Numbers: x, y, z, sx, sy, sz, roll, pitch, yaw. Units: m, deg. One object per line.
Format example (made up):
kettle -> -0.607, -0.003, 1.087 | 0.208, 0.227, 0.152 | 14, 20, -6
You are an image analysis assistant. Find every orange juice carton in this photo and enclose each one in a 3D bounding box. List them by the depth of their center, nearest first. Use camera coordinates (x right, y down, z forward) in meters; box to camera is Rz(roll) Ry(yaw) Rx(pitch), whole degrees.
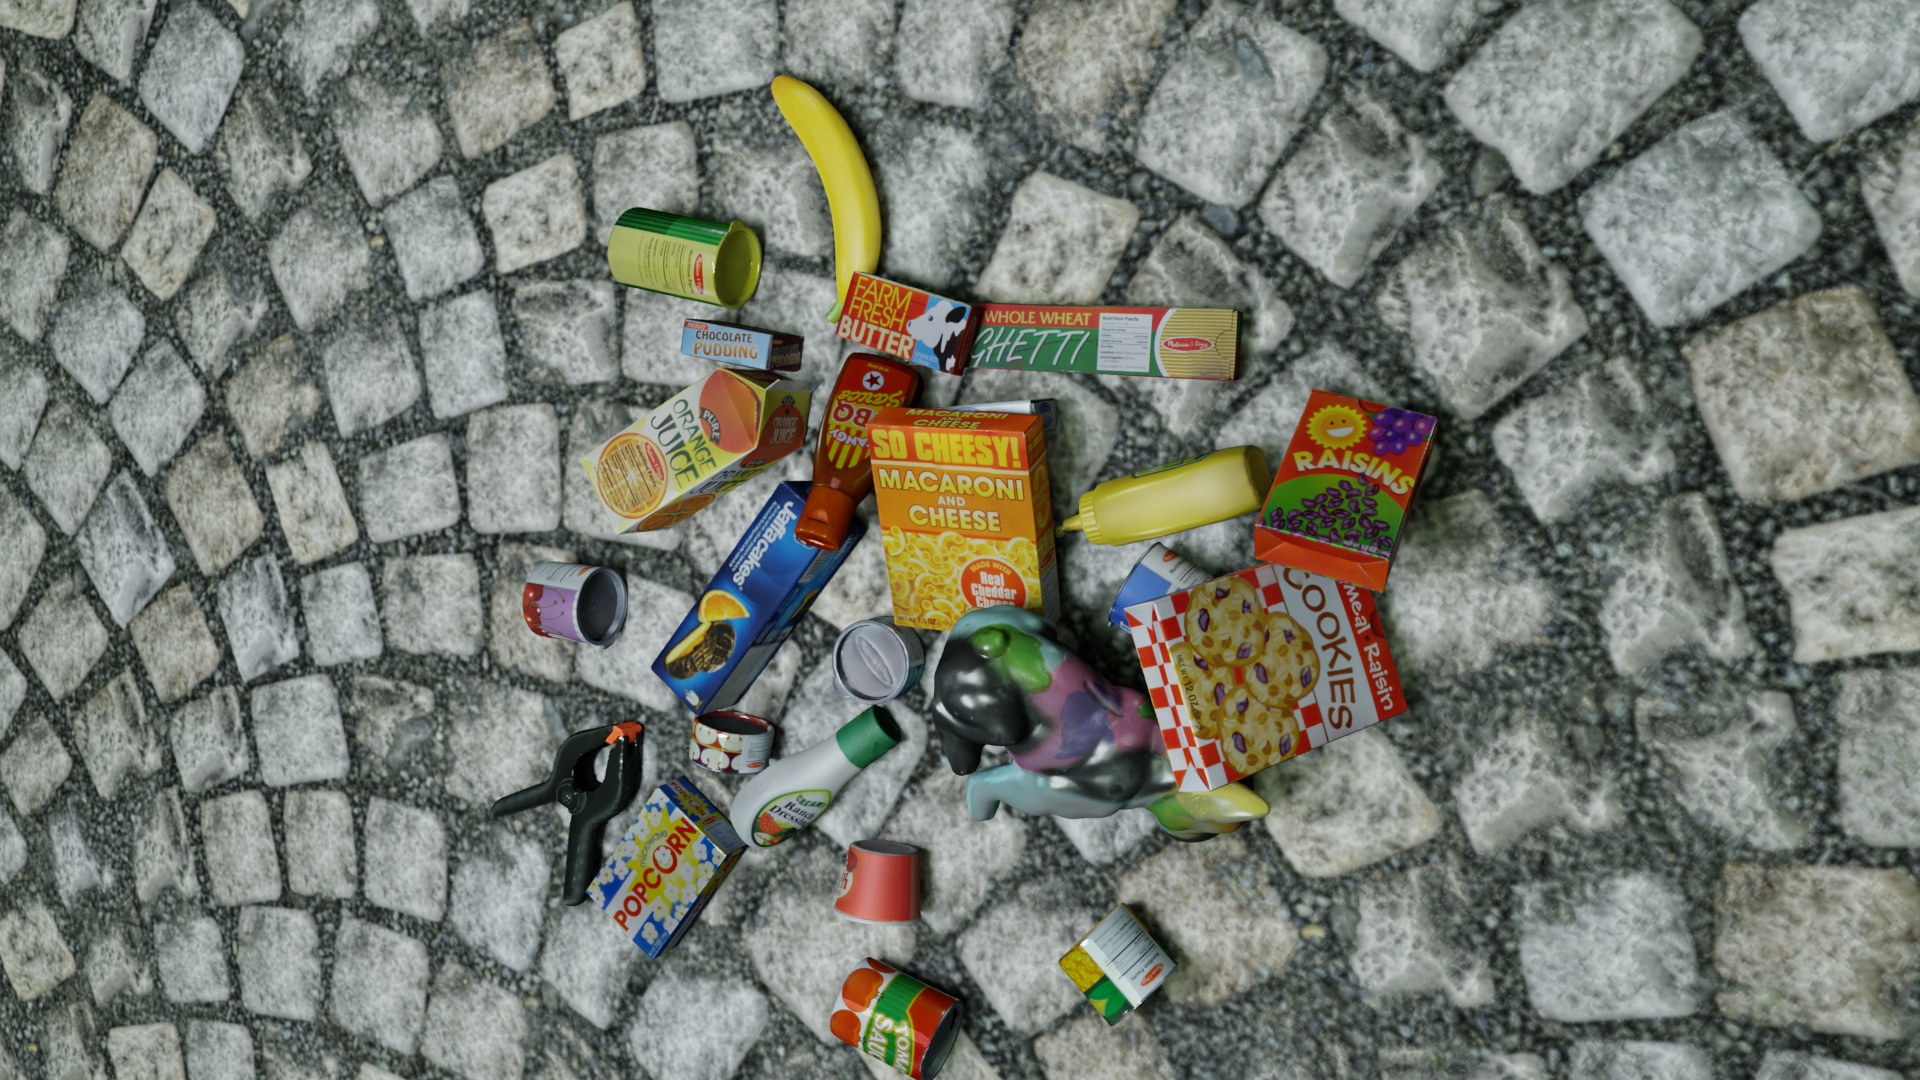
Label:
orange juice carton -> -0.199, -0.080, 1.103 | 0.192, 0.072, 0.073 | -29, 82, 22

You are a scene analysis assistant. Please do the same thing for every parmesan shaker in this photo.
parmesan shaker -> -0.219, -0.228, 1.105 | 0.103, 0.071, 0.071 | 16, 99, 22

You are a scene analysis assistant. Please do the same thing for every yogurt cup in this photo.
yogurt cup -> -0.061, 0.263, 1.071 | 0.072, 0.072, 0.054 | 5, 87, 23

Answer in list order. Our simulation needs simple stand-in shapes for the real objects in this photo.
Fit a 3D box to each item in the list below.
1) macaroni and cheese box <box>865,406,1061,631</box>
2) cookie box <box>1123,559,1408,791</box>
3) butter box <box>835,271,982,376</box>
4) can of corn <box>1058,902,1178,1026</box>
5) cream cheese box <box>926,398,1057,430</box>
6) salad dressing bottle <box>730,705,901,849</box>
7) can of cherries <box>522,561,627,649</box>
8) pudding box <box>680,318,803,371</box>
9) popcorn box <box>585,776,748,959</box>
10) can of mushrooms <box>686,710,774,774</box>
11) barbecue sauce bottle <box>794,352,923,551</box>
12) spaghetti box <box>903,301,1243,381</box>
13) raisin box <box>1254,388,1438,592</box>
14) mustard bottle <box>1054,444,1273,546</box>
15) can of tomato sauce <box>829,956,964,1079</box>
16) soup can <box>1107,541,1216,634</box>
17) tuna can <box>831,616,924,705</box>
macaroni and cheese box -> 0.004, -0.013, 1.007 | 0.124, 0.040, 0.165 | 5, 119, 22
cookie box -> 0.201, 0.078, 0.902 | 0.040, 0.168, 0.123 | -24, 83, 64
butter box -> -0.039, -0.161, 1.024 | 0.103, 0.024, 0.053 | 21, 100, 23
can of corn -> 0.112, 0.305, 0.999 | 0.058, 0.071, 0.071 | 47, 109, 14
cream cheese box -> 0.015, -0.089, 1.022 | 0.104, 0.053, 0.024 | -3, 96, 23
salad dressing bottle -> -0.113, 0.185, 1.092 | 0.147, 0.064, 0.044 | -38, 44, 13
can of cherries -> -0.324, 0.055, 1.167 | 0.058, 0.071, 0.071 | 5, 95, 23
pudding box -> -0.172, -0.155, 1.100 | 0.084, 0.050, 0.030 | 14, 101, 22
popcorn box -> -0.246, 0.274, 1.162 | 0.085, 0.038, 0.126 | 41, 107, 16
can of mushrooms -> -0.186, 0.161, 1.115 | 0.071, 0.071, 0.033 | 14, 98, 22
barbecue sauce bottle -> -0.080, -0.065, 1.036 | 0.065, 0.043, 0.149 | 17, 72, 10
spaghetti box -> 0.078, -0.146, 1.006 | 0.250, 0.029, 0.050 | 6, 96, 23
raisin box -> 0.249, -0.035, 0.897 | 0.086, 0.040, 0.124 | 16, 57, 22
mustard bottle -> 0.135, -0.026, 0.971 | 0.160, 0.065, 0.049 | -15, 92, 27
can of tomato sauce -> -0.050, 0.369, 1.068 | 0.083, 0.071, 0.071 | 19, 101, 21
soup can -> 0.154, 0.053, 0.966 | 0.084, 0.071, 0.071 | 34, 105, 17
tuna can -> -0.065, 0.094, 1.078 | 0.071, 0.033, 0.071 | 1, 94, 23
